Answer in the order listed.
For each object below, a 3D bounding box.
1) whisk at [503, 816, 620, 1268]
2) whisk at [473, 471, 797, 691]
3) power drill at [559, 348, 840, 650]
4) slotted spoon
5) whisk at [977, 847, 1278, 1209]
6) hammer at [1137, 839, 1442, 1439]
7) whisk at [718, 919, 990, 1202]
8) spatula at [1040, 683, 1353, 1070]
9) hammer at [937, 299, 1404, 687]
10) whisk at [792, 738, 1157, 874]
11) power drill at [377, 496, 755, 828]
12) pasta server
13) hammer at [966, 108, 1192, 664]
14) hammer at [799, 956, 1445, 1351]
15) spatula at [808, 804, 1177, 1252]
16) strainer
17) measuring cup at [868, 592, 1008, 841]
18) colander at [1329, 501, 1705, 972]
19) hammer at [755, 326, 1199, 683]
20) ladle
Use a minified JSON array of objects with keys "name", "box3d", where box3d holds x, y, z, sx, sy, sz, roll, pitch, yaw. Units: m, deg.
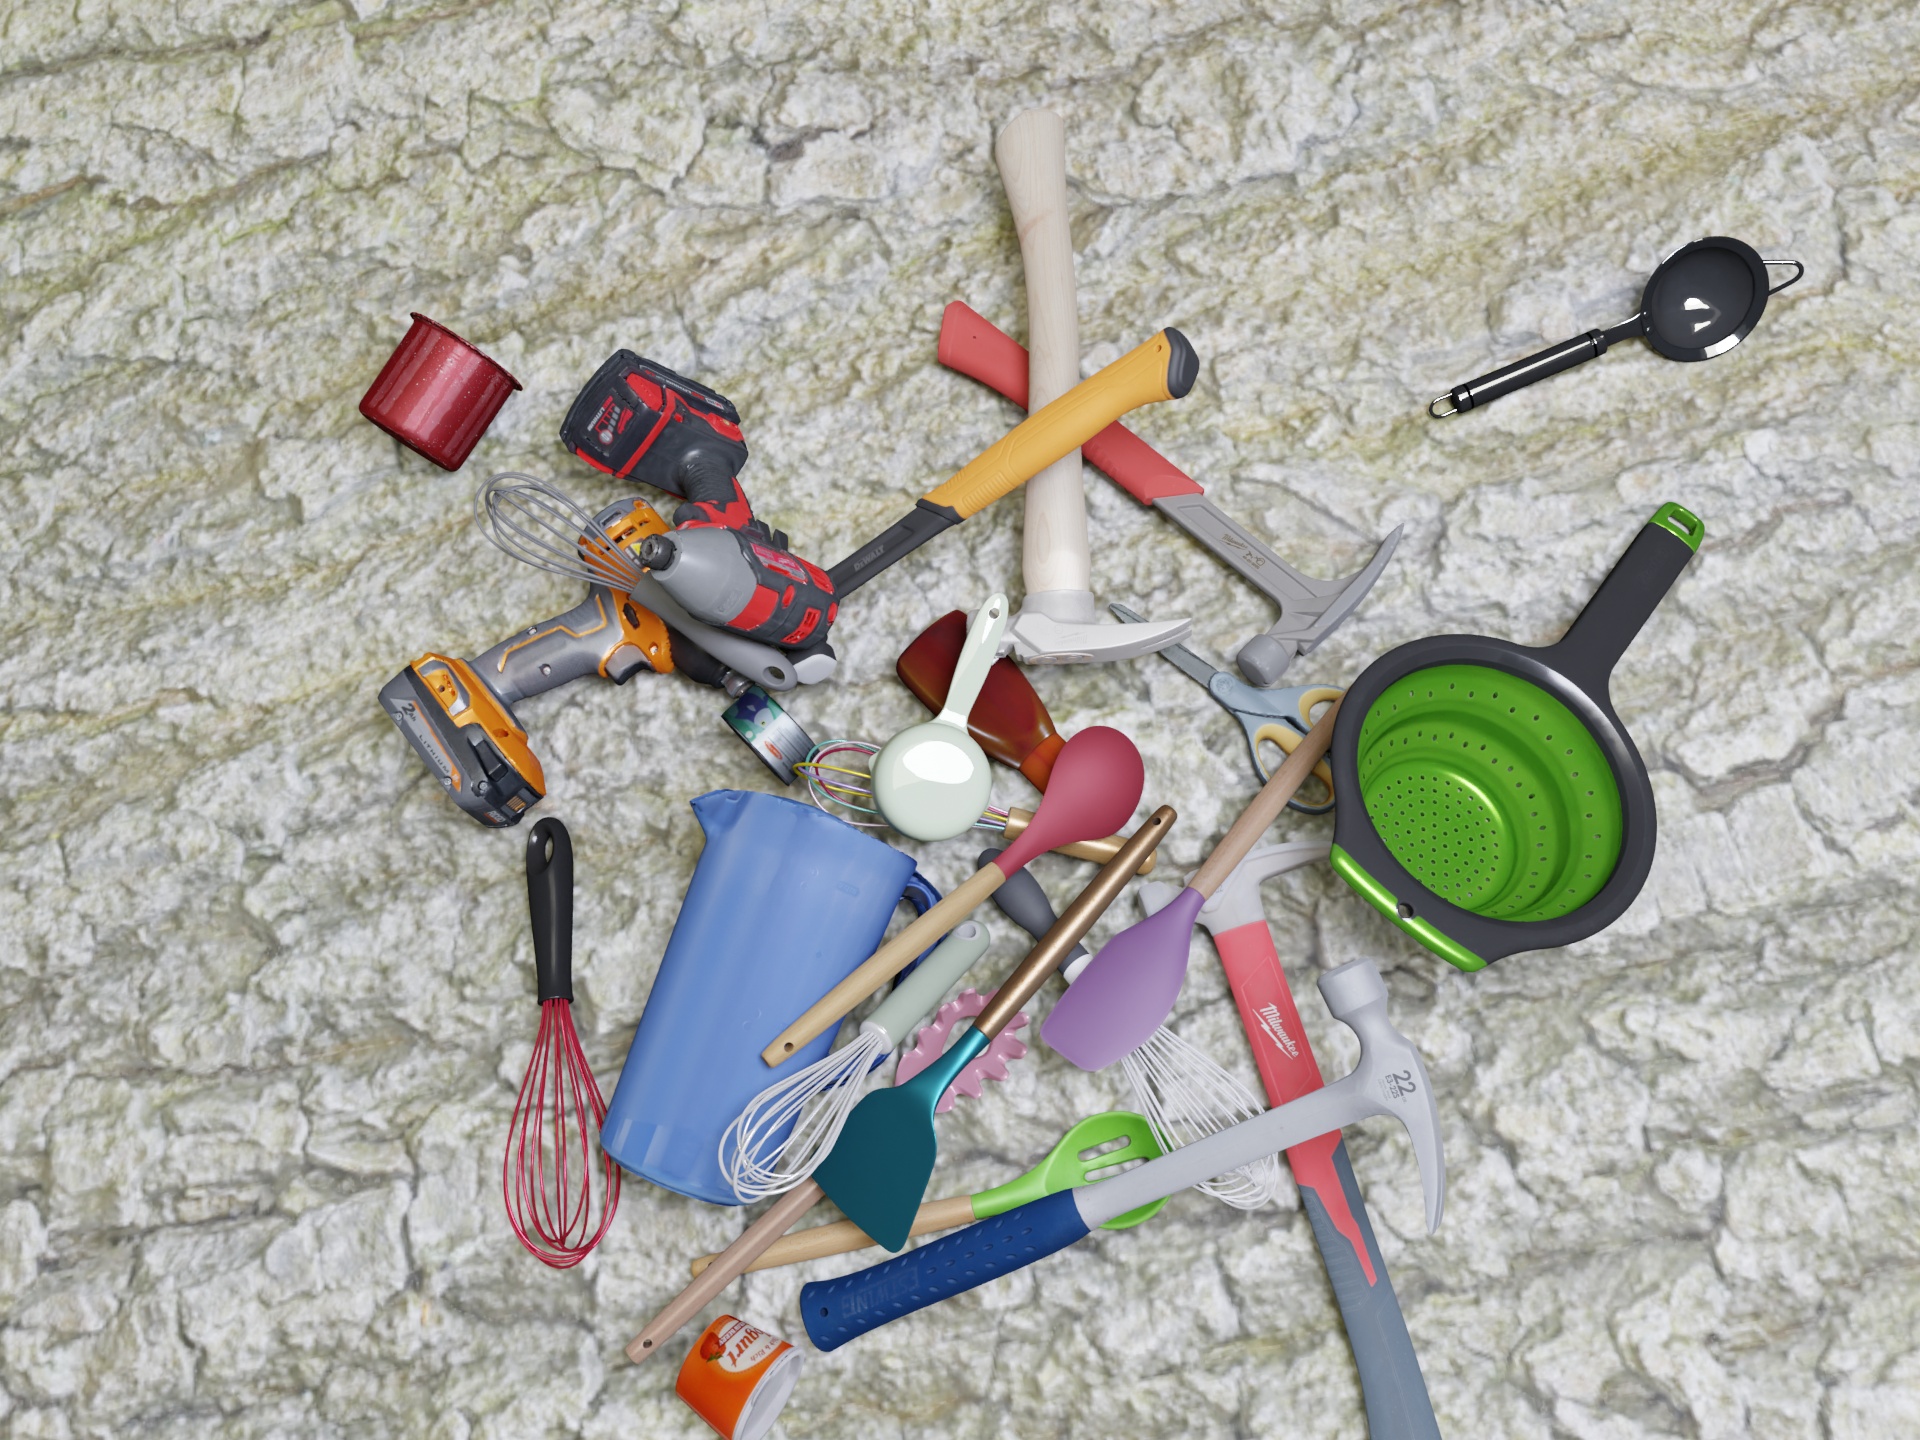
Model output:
[{"name":"whisk","box3d":[-0.262,0.202,1.035,0.073,0.073,0.296,-10,67,3]},{"name":"whisk","box3d":[-0.210,-0.086,1.040,0.239,0.055,0.055,33,79,-6]},{"name":"power drill","box3d":[-0.177,-0.142,1.049,0.078,0.143,0.220,-48,52,21]},{"name":"slotted spoon","box3d":[-0.017,0.308,0.995,0.314,0.031,0.070,-14,73,4]},{"name":"whisk","box3d":[0.097,0.181,0.987,0.070,0.070,0.285,-38,62,-5]},{"name":"hammer","box3d":[0.235,0.266,0.975,0.143,0.038,0.387,-17,73,-1]},{"name":"whisk","box3d":[-0.055,0.196,0.954,0.058,0.059,0.246,19,41,29]},{"name":"spatula","box3d":[0.164,0.091,0.996,0.060,0.018,0.316,31,68,27]},{"name":"hammer","box3d":[0.127,-0.184,1.109,0.359,0.036,0.149,42,75,16]},{"name":"whisk","box3d":[0.009,0.061,1.044,0.245,0.047,0.051,15,43,-1]},{"name":"power drill","box3d":[-0.259,-0.029,1.087,0.226,0.084,0.164,-39,75,-9]},{"name":"pasta server","box3d":[-0.083,0.283,0.990,0.316,0.040,0.060,-41,88,-11]},{"name":"hammer","box3d":[0.073,-0.236,1.088,0.146,0.038,0.411,-3,73,6]},{"name":"hammer","box3d":[0.082,0.283,0.913,0.405,0.035,0.144,-29,73,19]},{"name":"spatula","box3d":[0.031,0.174,0.976,0.082,0.044,0.317,35,75,30]},{"name":"strainer","box3d":[0.446,-0.266,1.101,0.258,0.050,0.086,-22,117,5]},{"name":"measuring cup","box3d":[-0.002,-0.003,0.999,0.083,0.038,0.167,21,88,-6]},{"name":"colander","box3d":[0.363,0.003,1.019,0.204,0.094,0.397,39,64,10]},{"name":"hammer","box3d":[0.004,-0.156,1.037,0.337,0.034,0.127,-31,60,24]},{"name":"ladle","box3d":[0.003,0.108,0.982,0.315,0.031,0.069,-38,103,-20]}]
